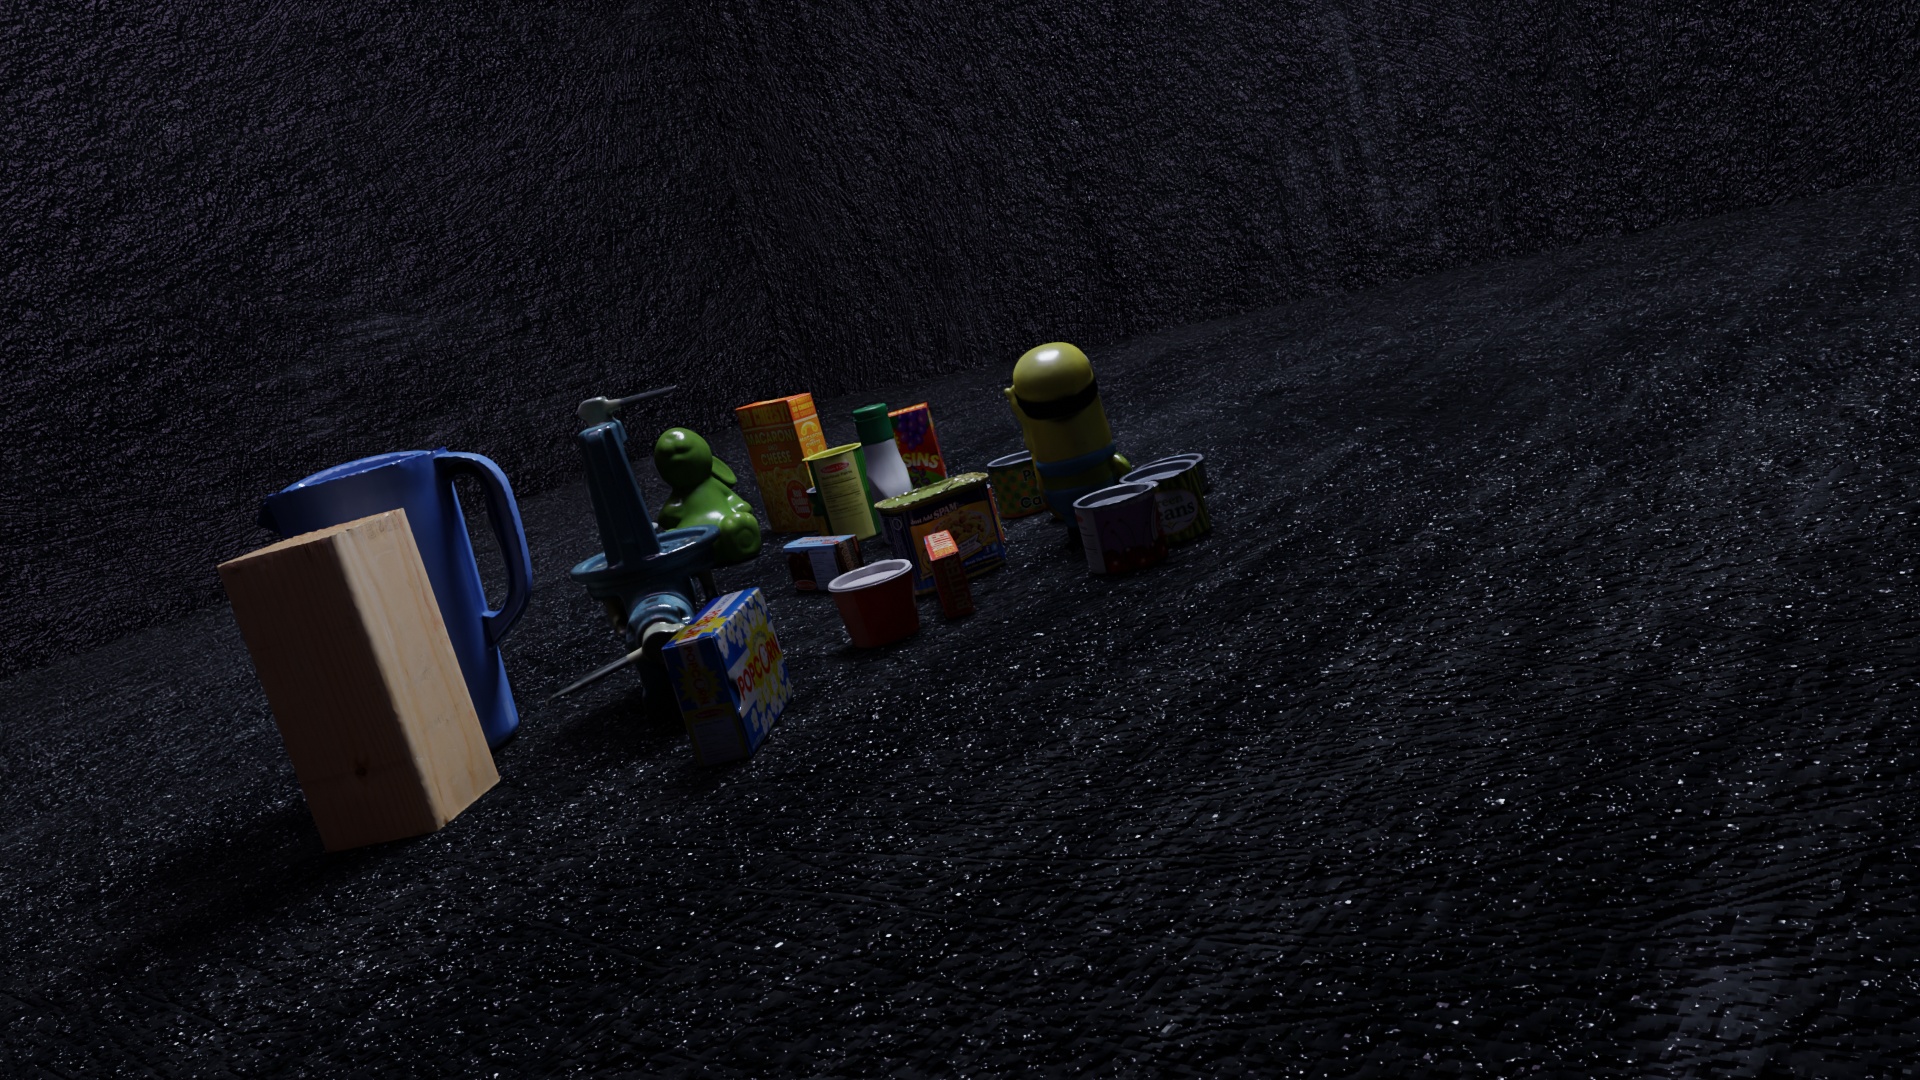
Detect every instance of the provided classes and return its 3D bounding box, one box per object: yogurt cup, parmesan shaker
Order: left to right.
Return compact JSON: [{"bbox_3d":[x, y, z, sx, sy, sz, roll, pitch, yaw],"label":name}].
[{"bbox_3d":[-0.132,-0.052,1.575,0.071,0.103,0.071,-15,10,3],"label":"parmesan shaker"},{"bbox_3d":[-0.065,0.051,1.095,0.072,0.054,0.072,-15,11,3],"label":"yogurt cup"}]

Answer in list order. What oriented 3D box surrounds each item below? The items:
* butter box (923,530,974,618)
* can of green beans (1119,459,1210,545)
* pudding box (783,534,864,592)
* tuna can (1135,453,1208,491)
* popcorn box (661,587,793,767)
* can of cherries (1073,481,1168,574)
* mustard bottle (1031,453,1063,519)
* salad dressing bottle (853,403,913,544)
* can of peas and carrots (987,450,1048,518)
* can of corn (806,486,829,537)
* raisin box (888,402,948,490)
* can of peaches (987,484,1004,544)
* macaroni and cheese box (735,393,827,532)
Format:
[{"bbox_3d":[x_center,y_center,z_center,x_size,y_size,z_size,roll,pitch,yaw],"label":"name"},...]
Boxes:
[{"bbox_3d":[-0.010,0.027,1.143,0.024,0.053,0.103,-16,11,-2],"label":"butter box"},{"bbox_3d":[0.173,-0.031,1.173,0.071,0.057,0.071,-15,11,3],"label":"can of green beans"},{"bbox_3d":[-0.131,0.022,1.342,0.083,0.049,0.030,-4,15,46],"label":"pudding box"},{"bbox_3d":[0.206,-0.060,1.336,0.071,0.032,0.071,-15,11,3],"label":"tuna can"},{"bbox_3d":[-0.155,0.089,0.940,0.038,0.085,0.127,-14,11,9],"label":"popcorn box"},{"bbox_3d":[0.133,-0.011,1.122,0.071,0.058,0.071,-15,11,3],"label":"can of cherries"},{"bbox_3d":[0.098,-0.103,1.367,0.065,0.160,0.049,-18,11,-16],"label":"mustard bottle"},{"bbox_3d":[-0.078,-0.071,1.480,0.044,0.147,0.064,-18,11,-16],"label":"salad dressing bottle"},{"bbox_3d":[0.069,-0.060,1.460,0.071,0.058,0.071,-15,11,3],"label":"can of peas and carrots"},{"bbox_3d":[-0.144,-0.040,1.652,0.071,0.058,0.071,-15,11,3],"label":"can of corn"},{"bbox_3d":[-0.063,-0.089,1.616,0.086,0.123,0.040,-15,10,3],"label":"raisin box"},{"bbox_3d":[0.005,-0.017,1.330,0.071,0.058,0.071,-15,11,3],"label":"can of peaches"},{"bbox_3d":[-0.212,-0.095,1.736,0.040,0.166,0.123,-24,13,-38],"label":"macaroni and cheese box"}]
